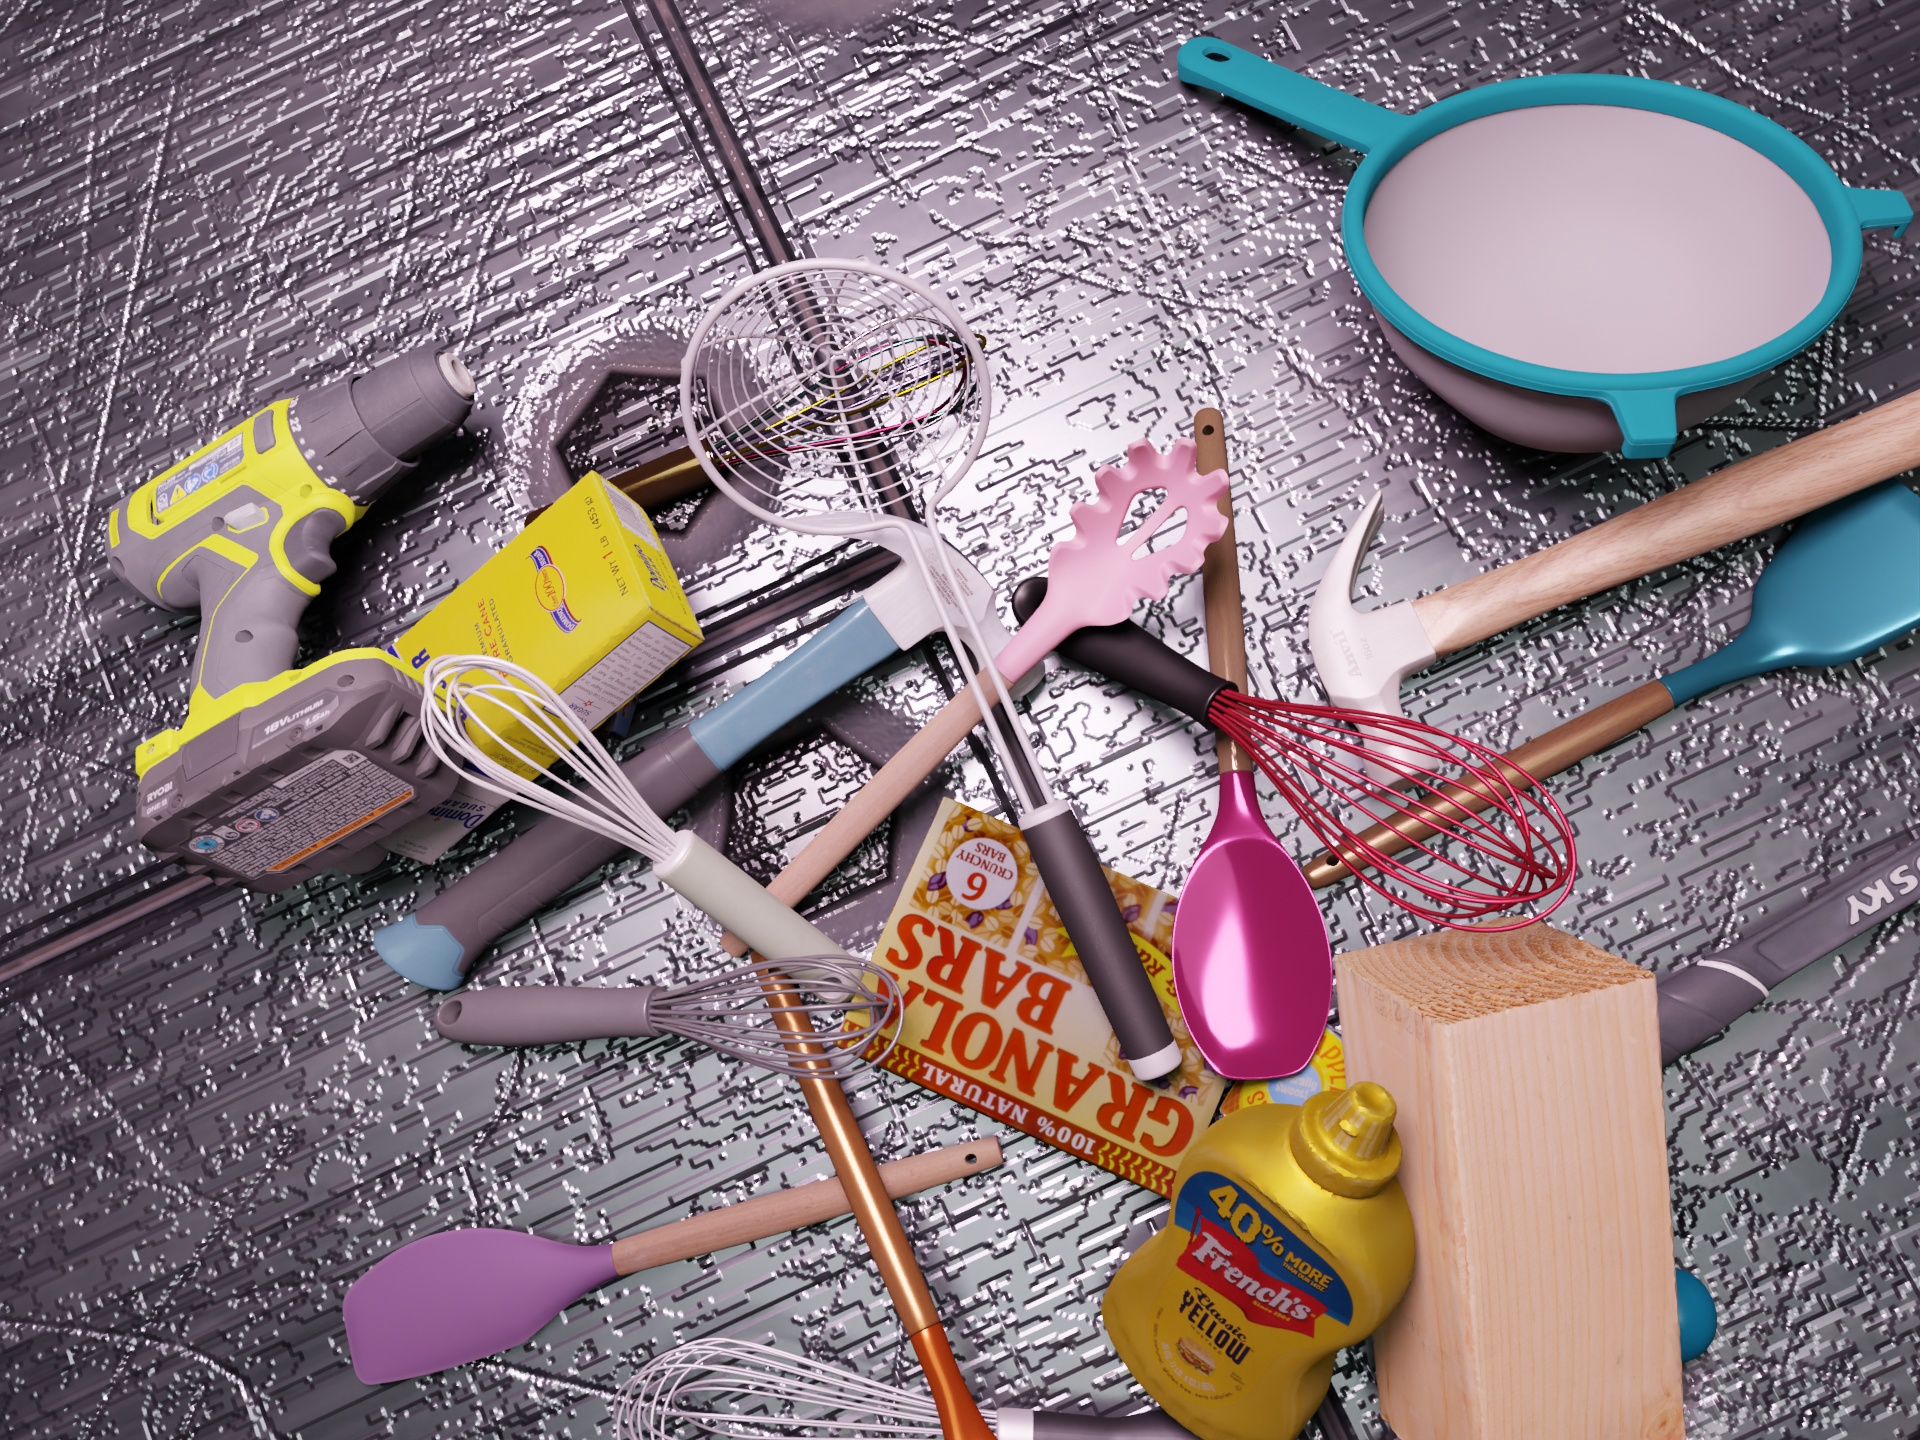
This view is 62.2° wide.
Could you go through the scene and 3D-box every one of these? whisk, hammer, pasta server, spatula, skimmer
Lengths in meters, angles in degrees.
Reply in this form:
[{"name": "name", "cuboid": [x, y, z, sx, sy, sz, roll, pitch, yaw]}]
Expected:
[{"name": "whisk", "cuboid": [-0.131, 0.052, 0.689, 0.058, 0.059, 0.246, -38, 118, 19]}, {"name": "whisk", "cuboid": [0.126, 0.002, 0.677, 0.296, 0.073, 0.073, 33, 84, 38]}, {"name": "hammer", "cuboid": [-0.129, 0.022, 0.741, 0.331, 0.033, 0.128, -35, 108, 3]}, {"name": "pasta server", "cuboid": [-0.001, -0.002, 0.716, 0.316, 0.040, 0.060, -45, 84, 10]}, {"name": "spatula", "cuboid": [-0.023, 0.234, 0.677, 0.081, 0.041, 0.323, -18, 65, -21]}, {"name": "spatula", "cuboid": [-0.133, 0.237, 0.728, 0.316, 0.018, 0.060, -16, 79, 3]}, {"name": "whisk", "cuboid": [-0.009, 0.310, 0.691, 0.284, 0.070, 0.070, 4, 81, 0]}, {"name": "hammer", "cuboid": [0.361, 0.108, 0.702, 0.409, 0.036, 0.149, -31, 81, 0]}, {"name": "whisk", "cuboid": [-0.100, -0.138, 0.781, 0.245, 0.051, 0.047, -22, 59, 5]}, {"name": "hammer", "cuboid": [0.316, -0.087, 0.716, 0.331, 0.031, 0.130, -23, 71, 7]}, {"name": "skimmer", "cuboid": [0.003, -0.012, 0.655, 0.127, 0.090, 0.363, -24, 90, 15]}, {"name": "spatula", "cuboid": [0.296, -0.007, 0.722, 0.317, 0.044, 0.082, -28, 56, 1]}, {"name": "whisk", "cuboid": [-0.137, 0.134, 0.712, 0.239, 0.055, 0.055, -5, 80, 21]}]

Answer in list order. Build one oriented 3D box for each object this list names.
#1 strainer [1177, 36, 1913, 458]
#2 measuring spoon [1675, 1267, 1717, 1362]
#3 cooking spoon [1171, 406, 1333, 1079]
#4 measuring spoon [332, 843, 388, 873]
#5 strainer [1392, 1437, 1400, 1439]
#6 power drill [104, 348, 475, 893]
[{"name": "strainer", "cuboid": [0.233, -0.225, 0.747, 0.211, 0.095, 0.341, -40, 58, -19]}, {"name": "measuring spoon", "cuboid": [0.284, 0.222, 0.677, 0.042, 0.021, 0.128, -30, 97, 3]}, {"name": "cooking spoon", "cuboid": [0.124, 0.000, 0.721, 0.069, 0.017, 0.319, -8, 70, 19]}, {"name": "measuring spoon", "cuboid": [-0.261, 0.028, 0.773, 0.124, 0.018, 0.034, -41, 80, -3]}, {"name": "strainer", "cuboid": [0.127, 0.355, 0.679, 0.258, 0.050, 0.087, -31, 65, -4]}, {"name": "power drill", "cuboid": [-0.293, -0.057, 0.719, 0.190, 0.080, 0.229, -28, 56, 11]}]
